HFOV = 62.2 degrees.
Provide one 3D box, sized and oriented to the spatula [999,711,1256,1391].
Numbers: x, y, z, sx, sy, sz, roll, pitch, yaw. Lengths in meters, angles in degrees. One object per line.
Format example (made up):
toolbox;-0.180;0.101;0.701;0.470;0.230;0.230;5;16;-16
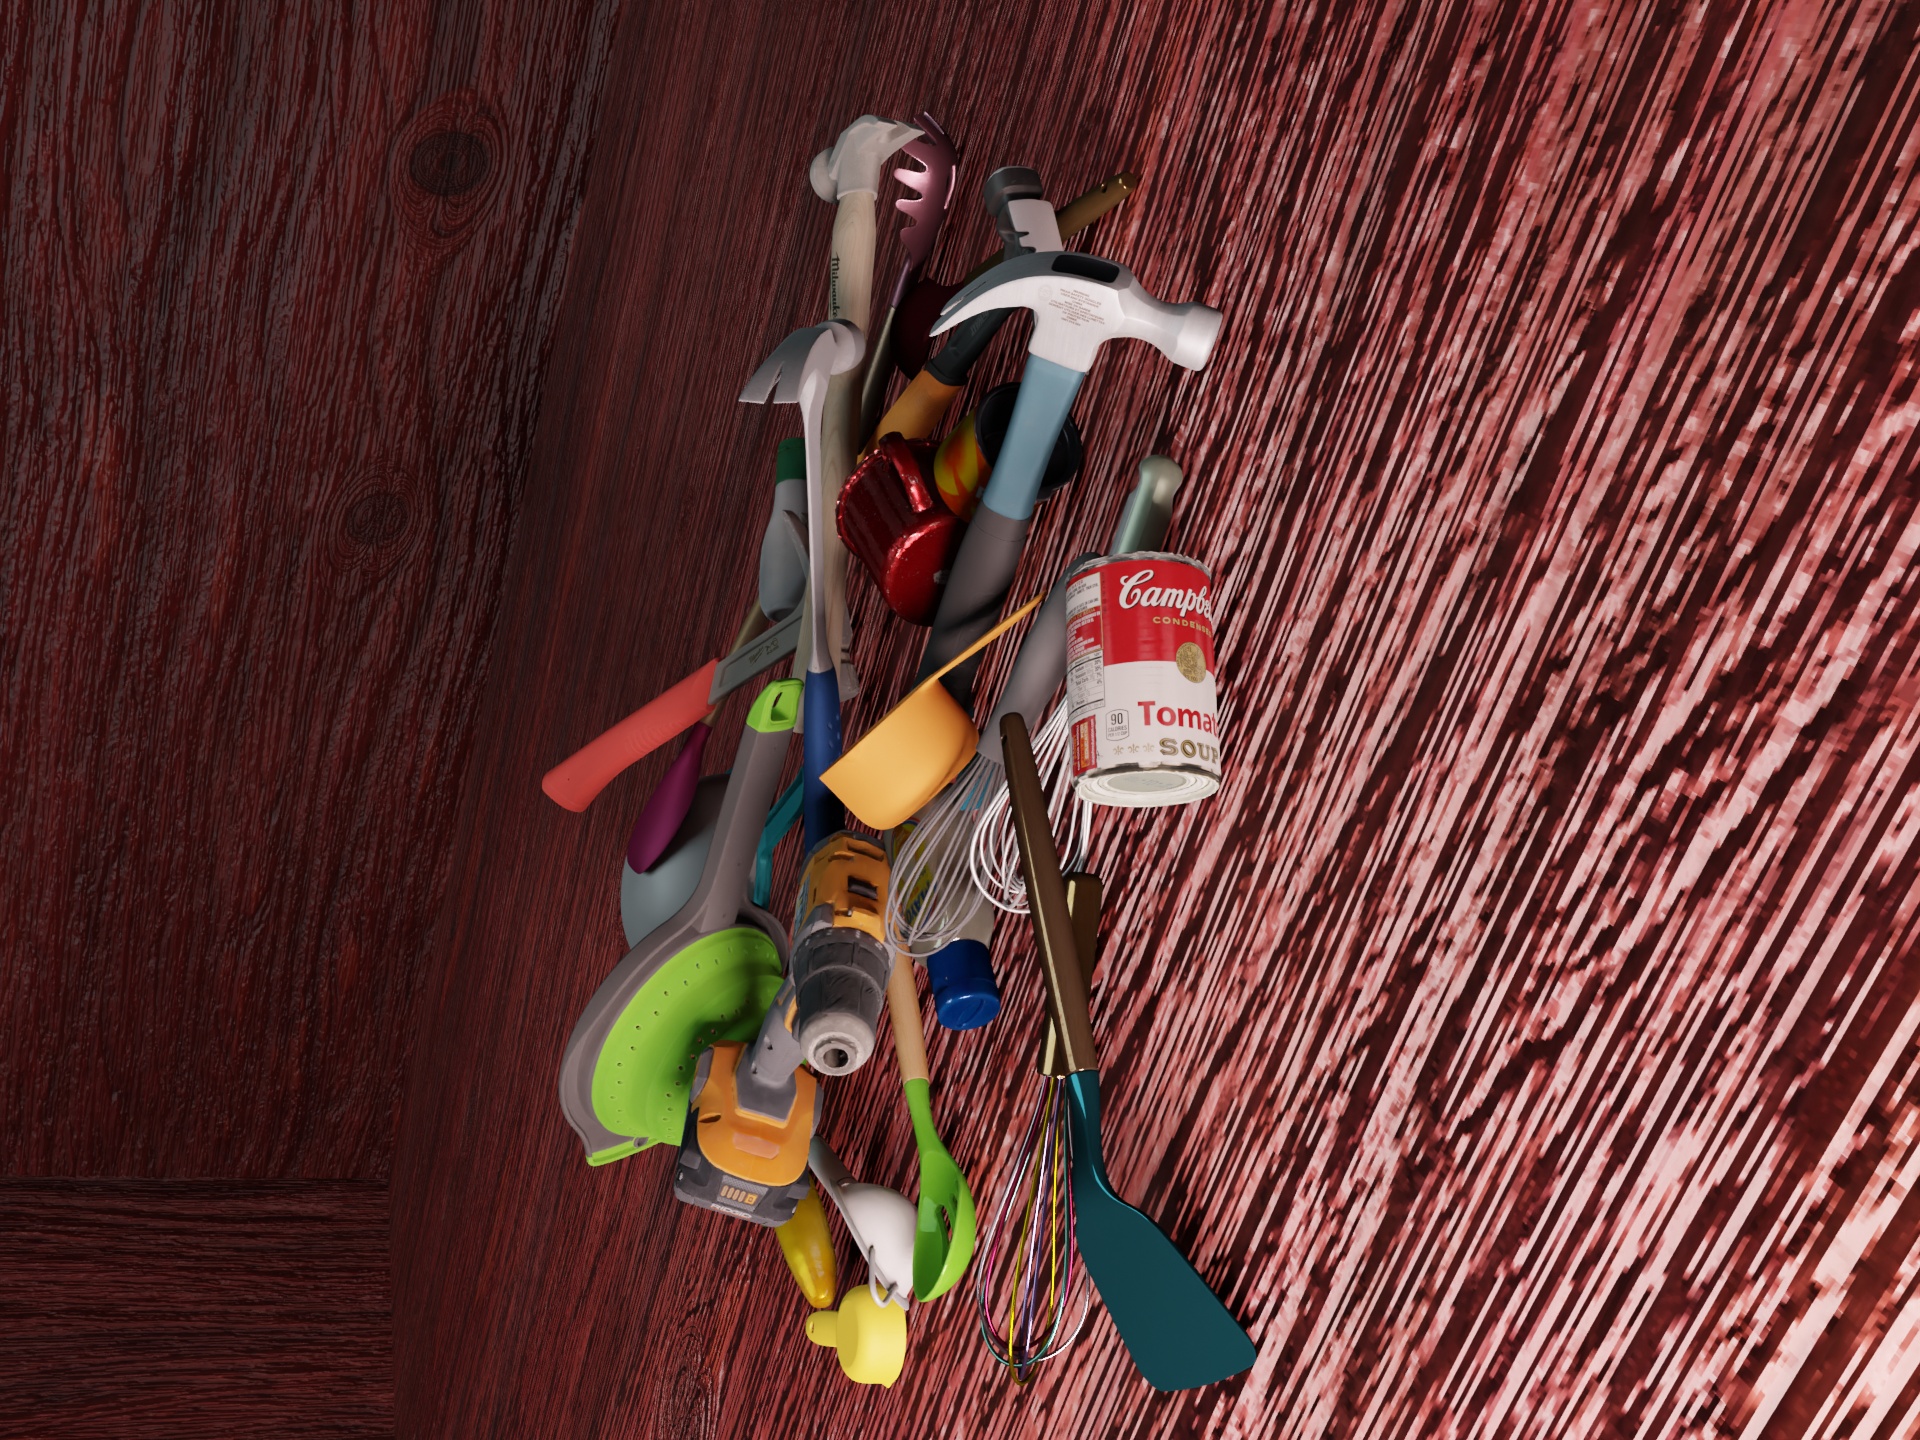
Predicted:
spatula;0.059;0.137;0.728;0.082;0.044;0.318;-49;44;50

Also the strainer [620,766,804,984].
strainer;-0.210;0.111;1.299;0.340;0.095;0.211;134;138;-54

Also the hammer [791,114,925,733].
hammer;-0.079;-0.194;1.079;0.146;0.038;0.410;-165;79;-68

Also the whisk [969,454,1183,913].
whisk;0.062;-0.015;0.800;0.058;0.059;0.246;-63;-9;-78

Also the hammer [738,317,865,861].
hammer;-0.093;-0.043;1.020;0.144;0.035;0.405;-56;-32;-66

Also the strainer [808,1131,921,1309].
strainer;-0.067;0.296;0.993;0.087;0.050;0.258;60;166;-12

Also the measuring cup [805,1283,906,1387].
measuring cup;-0.078;0.383;0.999;0.156;0.029;0.062;-33;53;57

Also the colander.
colander;-0.151;0.164;1.104;0.095;0.204;0.397;31;114;30

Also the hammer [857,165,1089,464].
hammer;-0.016;-0.205;1.027;0.337;0.034;0.127;-38;62;61

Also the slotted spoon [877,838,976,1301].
slotted spoon;-0.029;0.195;0.958;0.314;0.031;0.070;-103;32;-42

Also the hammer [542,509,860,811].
hammer;-0.220;-0.022;1.261;0.359;0.036;0.149;-29;69;36

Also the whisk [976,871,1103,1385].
whisk;0.045;0.197;0.780;0.051;0.047;0.245;-6;73;53

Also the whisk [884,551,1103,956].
whisk;0.022;0.020;0.848;0.239;0.055;0.055;-64;27;8

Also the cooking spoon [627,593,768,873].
cooking spoon;-0.197;-0.021;1.298;0.069;0.017;0.319;27;90;56

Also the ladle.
ladle;0.021;-0.280;0.998;0.315;0.031;0.069;-9;76;63

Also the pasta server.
pasta server;-0.059;-0.279;1.159;0.060;0.040;0.316;-61;-6;-58

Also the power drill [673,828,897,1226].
power drill;-0.100;0.200;0.953;0.185;0.084;0.226;-94;28;-62

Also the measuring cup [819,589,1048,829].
measuring cup;-0.001;-0.003;0.883;0.173;0.052;0.095;-39;4;25

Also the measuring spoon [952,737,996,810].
measuring spoon;0.032;-0.001;0.902;0.128;0.021;0.042;-61;15;21

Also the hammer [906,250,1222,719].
hammer;0.023;-0.105;0.851;0.330;0.128;0.033;111;-178;-48
